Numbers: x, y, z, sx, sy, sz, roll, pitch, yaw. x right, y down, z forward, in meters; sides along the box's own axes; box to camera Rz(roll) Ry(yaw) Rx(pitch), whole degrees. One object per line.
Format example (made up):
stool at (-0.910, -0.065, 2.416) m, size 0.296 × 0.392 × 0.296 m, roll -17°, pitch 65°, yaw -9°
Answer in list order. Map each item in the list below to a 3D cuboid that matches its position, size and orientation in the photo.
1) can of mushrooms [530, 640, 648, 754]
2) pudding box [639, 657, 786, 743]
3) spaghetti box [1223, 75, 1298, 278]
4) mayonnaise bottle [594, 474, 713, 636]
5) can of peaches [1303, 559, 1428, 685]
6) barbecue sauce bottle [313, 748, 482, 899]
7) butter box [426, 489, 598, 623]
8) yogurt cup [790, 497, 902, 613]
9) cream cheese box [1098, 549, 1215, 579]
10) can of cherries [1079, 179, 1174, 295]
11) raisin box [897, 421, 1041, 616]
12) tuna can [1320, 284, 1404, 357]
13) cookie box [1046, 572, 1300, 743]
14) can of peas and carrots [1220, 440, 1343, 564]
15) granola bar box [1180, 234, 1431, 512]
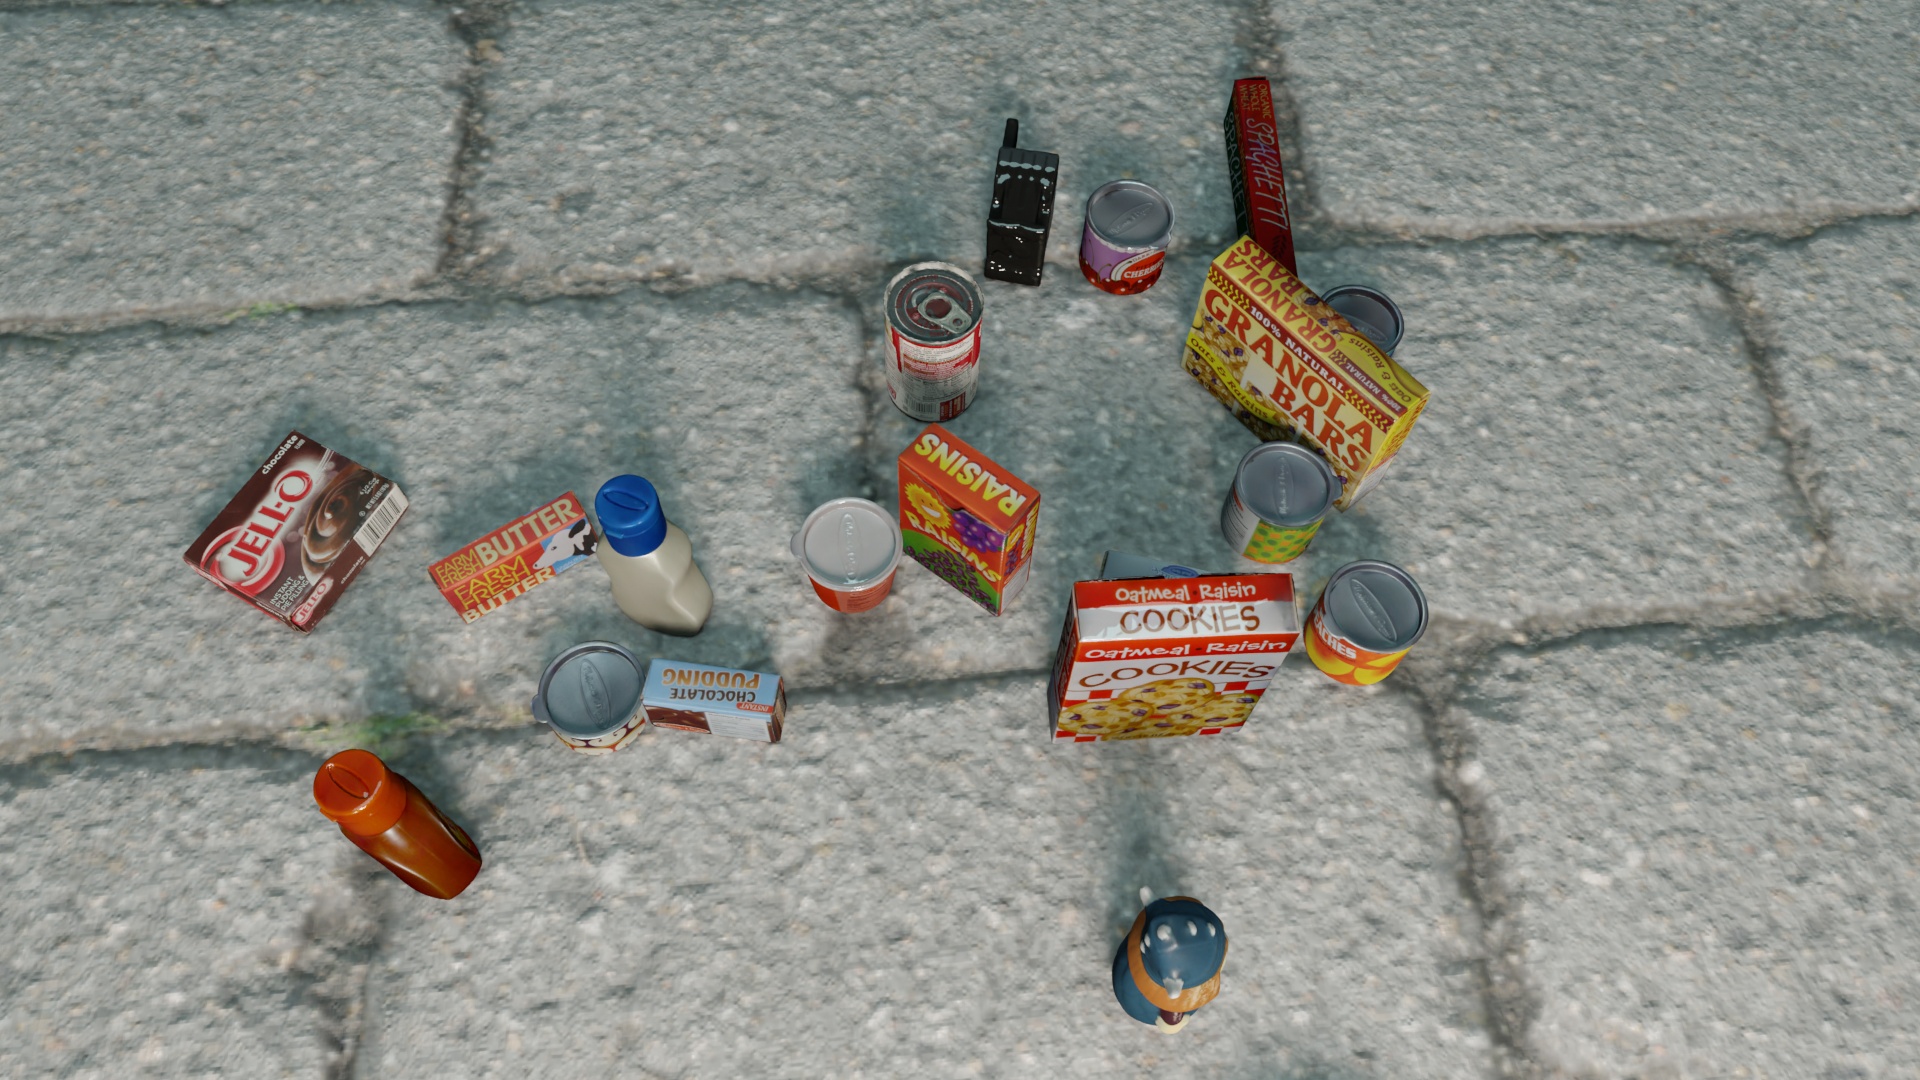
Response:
can of mushrooms at (-0.232, 0.100, 0.875) m, size 0.071 × 0.033 × 0.071 m, roll 1°, pitch 62°, yaw -2°
pudding box at (-0.153, 0.100, 0.869) m, size 0.084 × 0.049 × 0.030 m, roll 7°, pitch 62°, yaw 2°
spaghetti box at (0.232, -0.249, 1.067) m, size 0.029 × 0.050 × 0.251 m, roll 0°, pitch 62°, yaw -2°
mayonnaise bottle at (-0.193, 0.010, 0.859) m, size 0.065 × 0.147 × 0.041 m, roll 19°, pitch 63°, yaw 8°
can of peaches at (0.260, 0.055, 0.903) m, size 0.071 × 0.057 × 0.071 m, roll 1°, pitch 62°, yaw -2°
barbecue sauce bottle at (-0.316, 0.158, 0.777) m, size 0.065 × 0.148 × 0.044 m, roll 33°, pitch 66°, yaw 14°
butter box at (-0.290, 0.011, 0.909) m, size 0.104 × 0.053 × 0.024 m, roll -31°, pitch 68°, yaw -17°
yogurt cup at (-0.072, 0.013, 0.915) m, size 0.072 × 0.053 × 0.073 m, roll 1°, pitch 62°, yaw -2°
cream cheese box at (0.140, 0.038, 0.910) m, size 0.104 × 0.053 × 0.024 m, roll 13°, pitch 63°, yaw 5°
can of cherries at (0.126, -0.226, 1.046) m, size 0.071 × 0.058 × 0.072 m, roll 1°, pitch 62°, yaw -2°
raisin box at (0.003, -0.011, 0.892) m, size 0.086 × 0.122 × 0.040 m, roll 36°, pitch 67°, yaw 15°
tuna can at (0.290, -0.152, 1.027) m, size 0.071 × 0.032 × 0.071 m, roll 1°, pitch 62°, yaw -2°
cookie box at (0.120, 0.072, 0.827) m, size 0.123 × 0.166 × 0.040 m, roll -3°, pitch 63°, yaw -3°
can of peas and carrots at (0.217, -0.025, 0.943) m, size 0.071 × 0.058 × 0.071 m, roll 1°, pitch 62°, yaw -2°
granola bar box at (0.230, -0.112, 0.953) m, size 0.039 × 0.123 × 0.166 m, roll -37°, pitch 69°, yaw -19°
